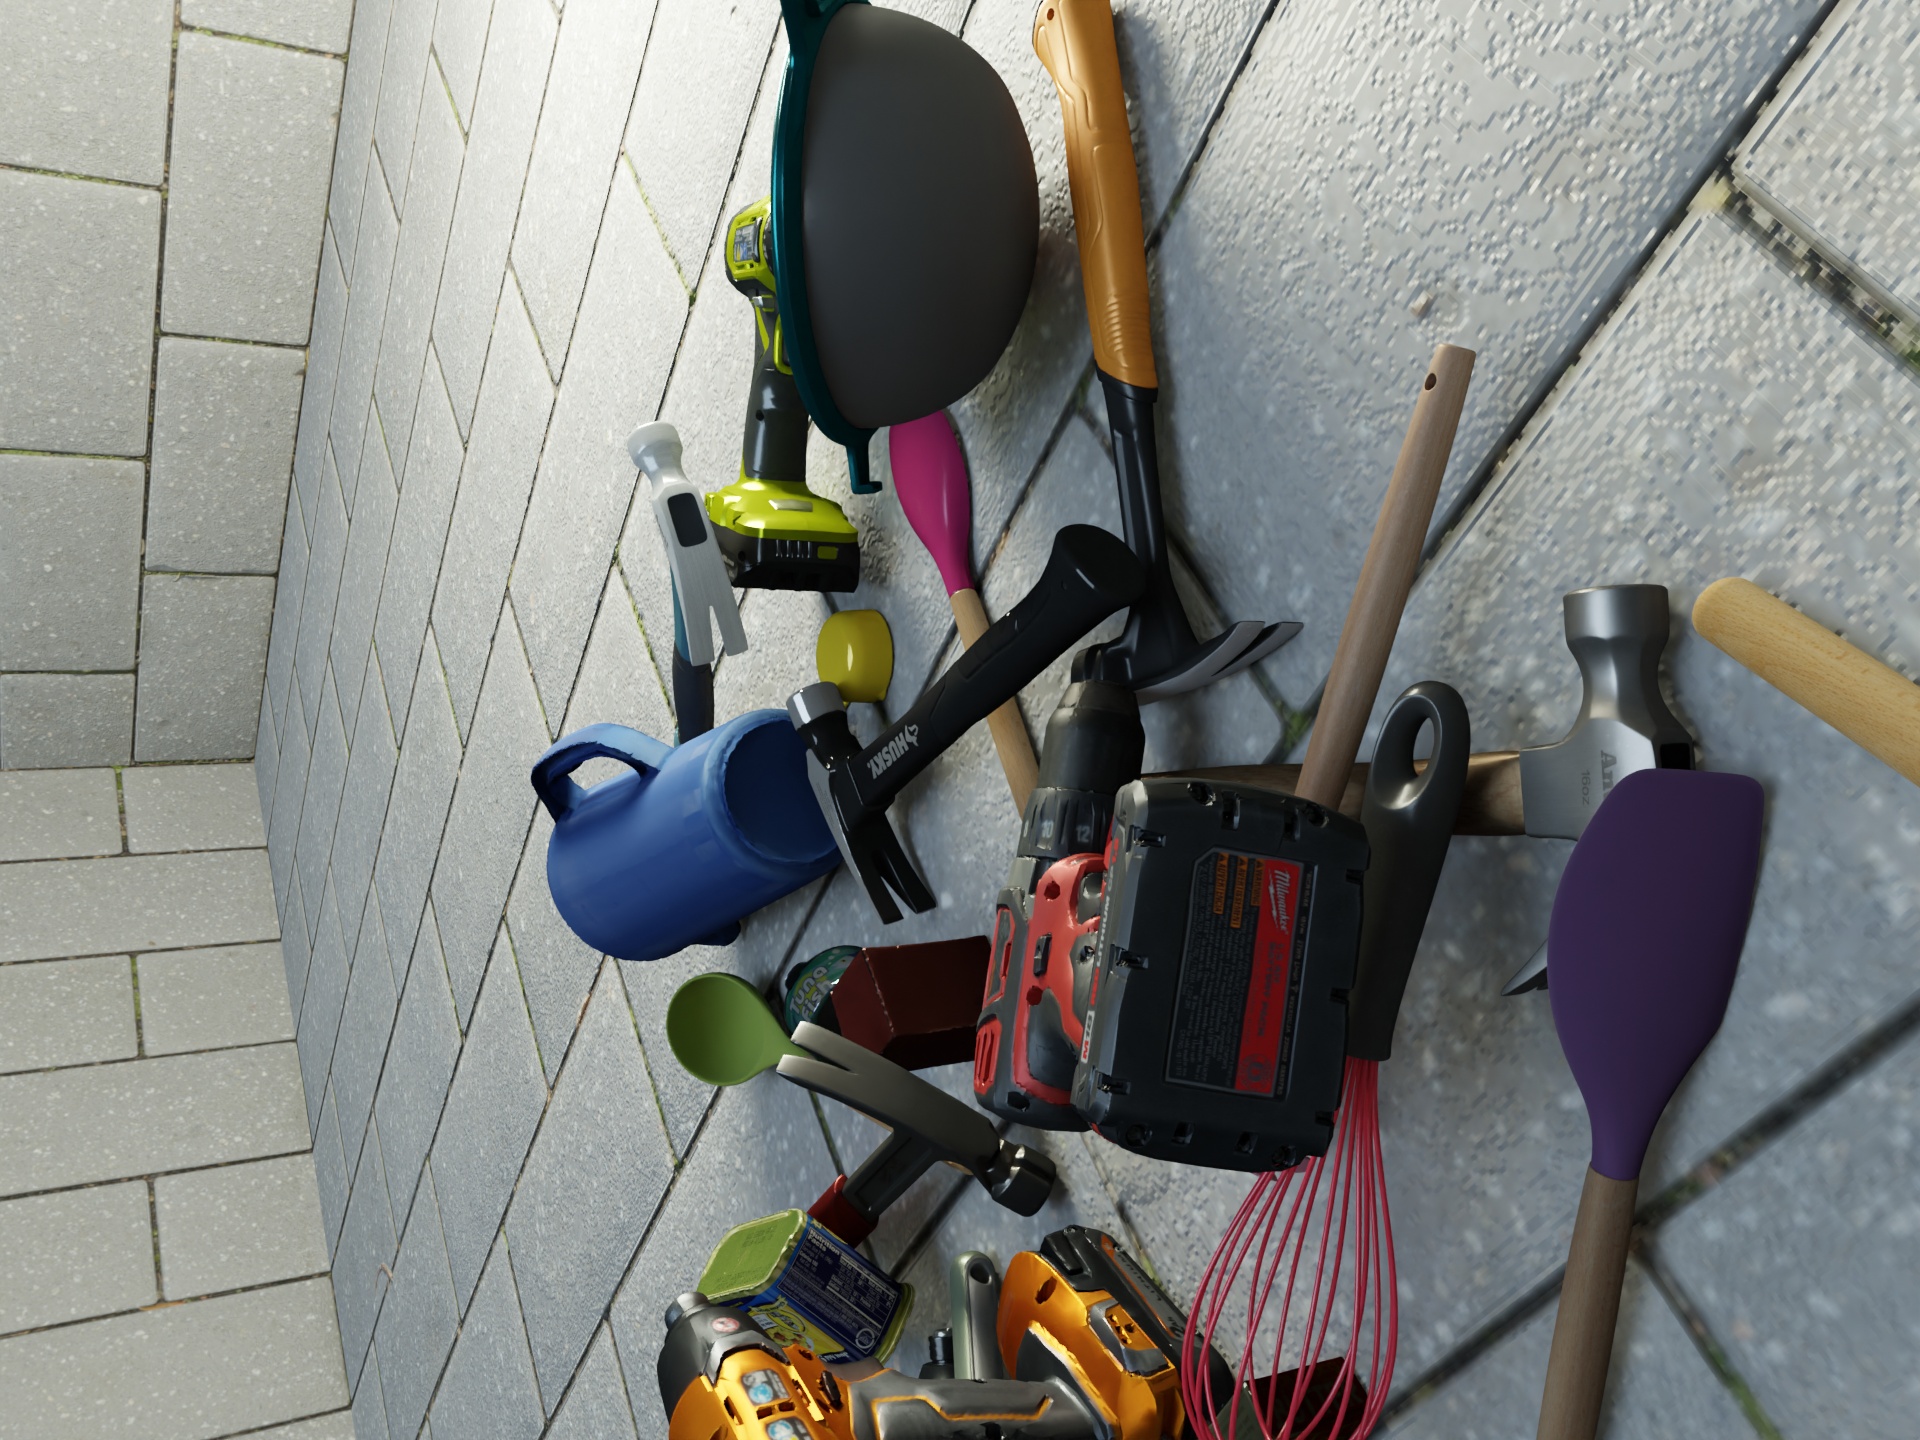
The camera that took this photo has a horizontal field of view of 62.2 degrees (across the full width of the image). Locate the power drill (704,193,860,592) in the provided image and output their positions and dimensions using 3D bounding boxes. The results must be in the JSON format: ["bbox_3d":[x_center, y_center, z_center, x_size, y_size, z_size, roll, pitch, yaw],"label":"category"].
[{"bbox_3d":[-0.096,-0.193,0.926,0.191,0.080,0.228,-146,59,-66],"label":"power drill"}]

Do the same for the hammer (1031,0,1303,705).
[{"bbox_3d":[0.075,-0.178,0.711,0.127,0.034,0.337,-21,73,58],"label":"hammer"}]

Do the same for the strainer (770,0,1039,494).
[{"bbox_3d":[-0.022,-0.267,0.699,0.340,0.095,0.211,75,-157,-60],"label":"strainer"}]

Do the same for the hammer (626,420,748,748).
[{"bbox_3d":[-0.172,-0.044,1.016,0.330,0.033,0.128,106,144,-64],"label":"hammer"}]

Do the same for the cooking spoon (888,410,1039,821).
[{"bbox_3d":[0.008,-0.045,0.840,0.068,0.017,0.319,-51,49,48],"label":"cooking spoon"}]

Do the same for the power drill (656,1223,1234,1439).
[{"bbox_3d":[-0.015,0.290,0.690,0.164,0.226,0.084,36,121,53],"label":"power drill"}]

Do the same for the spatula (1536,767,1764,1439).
[{"bbox_3d":[0.203,0.167,0.510,0.018,0.060,0.315,-87,0,-75],"label":"spatula"}]

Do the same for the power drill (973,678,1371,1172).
[{"bbox_3d":[0.064,0.067,0.593,0.226,0.080,0.188,152,128,-76],"label":"power drill"}]

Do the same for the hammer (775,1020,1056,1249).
[{"bbox_3d":[-0.079,0.285,0.916,0.359,0.149,0.037,-57,5,51],"label":"hammer"}]

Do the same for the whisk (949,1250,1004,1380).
[{"bbox_3d":[0.013,0.368,0.764,0.059,0.057,0.247,-55,25,35],"label":"whisk"}]

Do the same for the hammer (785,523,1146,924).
[{"bbox_3d":[-0.001,-0.003,0.789,0.334,0.035,0.146,-41,69,58],"label":"hammer"}]

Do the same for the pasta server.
[{"bbox_3d":[0.135,0.025,0.571,0.060,0.040,0.316,35,116,54],"label":"pasta server"}]

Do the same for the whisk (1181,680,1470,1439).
[{"bbox_3d":[0.131,0.131,0.548,0.073,0.073,0.296,21,102,57],"label":"whisk"}]

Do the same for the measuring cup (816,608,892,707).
[{"bbox_3d":[-0.088,-0.012,0.986,0.156,0.029,0.062,-49,50,45],"label":"measuring cup"}]

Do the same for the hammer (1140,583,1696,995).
[{"bbox_3d":[0.134,0.035,0.626,0.331,0.031,0.130,-9,83,59],"label":"hammer"}]

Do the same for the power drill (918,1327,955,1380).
[{"bbox_3d":[-0.043,0.429,0.890,0.223,0.080,0.171,-27,64,52],"label":"power drill"}]

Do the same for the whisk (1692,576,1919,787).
[{"bbox_3d":[0.278,0.029,0.389,0.047,0.051,0.245,-54,39,16],"label":"whisk"}]

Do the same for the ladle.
[{"bbox_3d":[-0.092,0.222,0.980,0.320,0.062,0.078,11,101,55],"label":"ladle"}]
